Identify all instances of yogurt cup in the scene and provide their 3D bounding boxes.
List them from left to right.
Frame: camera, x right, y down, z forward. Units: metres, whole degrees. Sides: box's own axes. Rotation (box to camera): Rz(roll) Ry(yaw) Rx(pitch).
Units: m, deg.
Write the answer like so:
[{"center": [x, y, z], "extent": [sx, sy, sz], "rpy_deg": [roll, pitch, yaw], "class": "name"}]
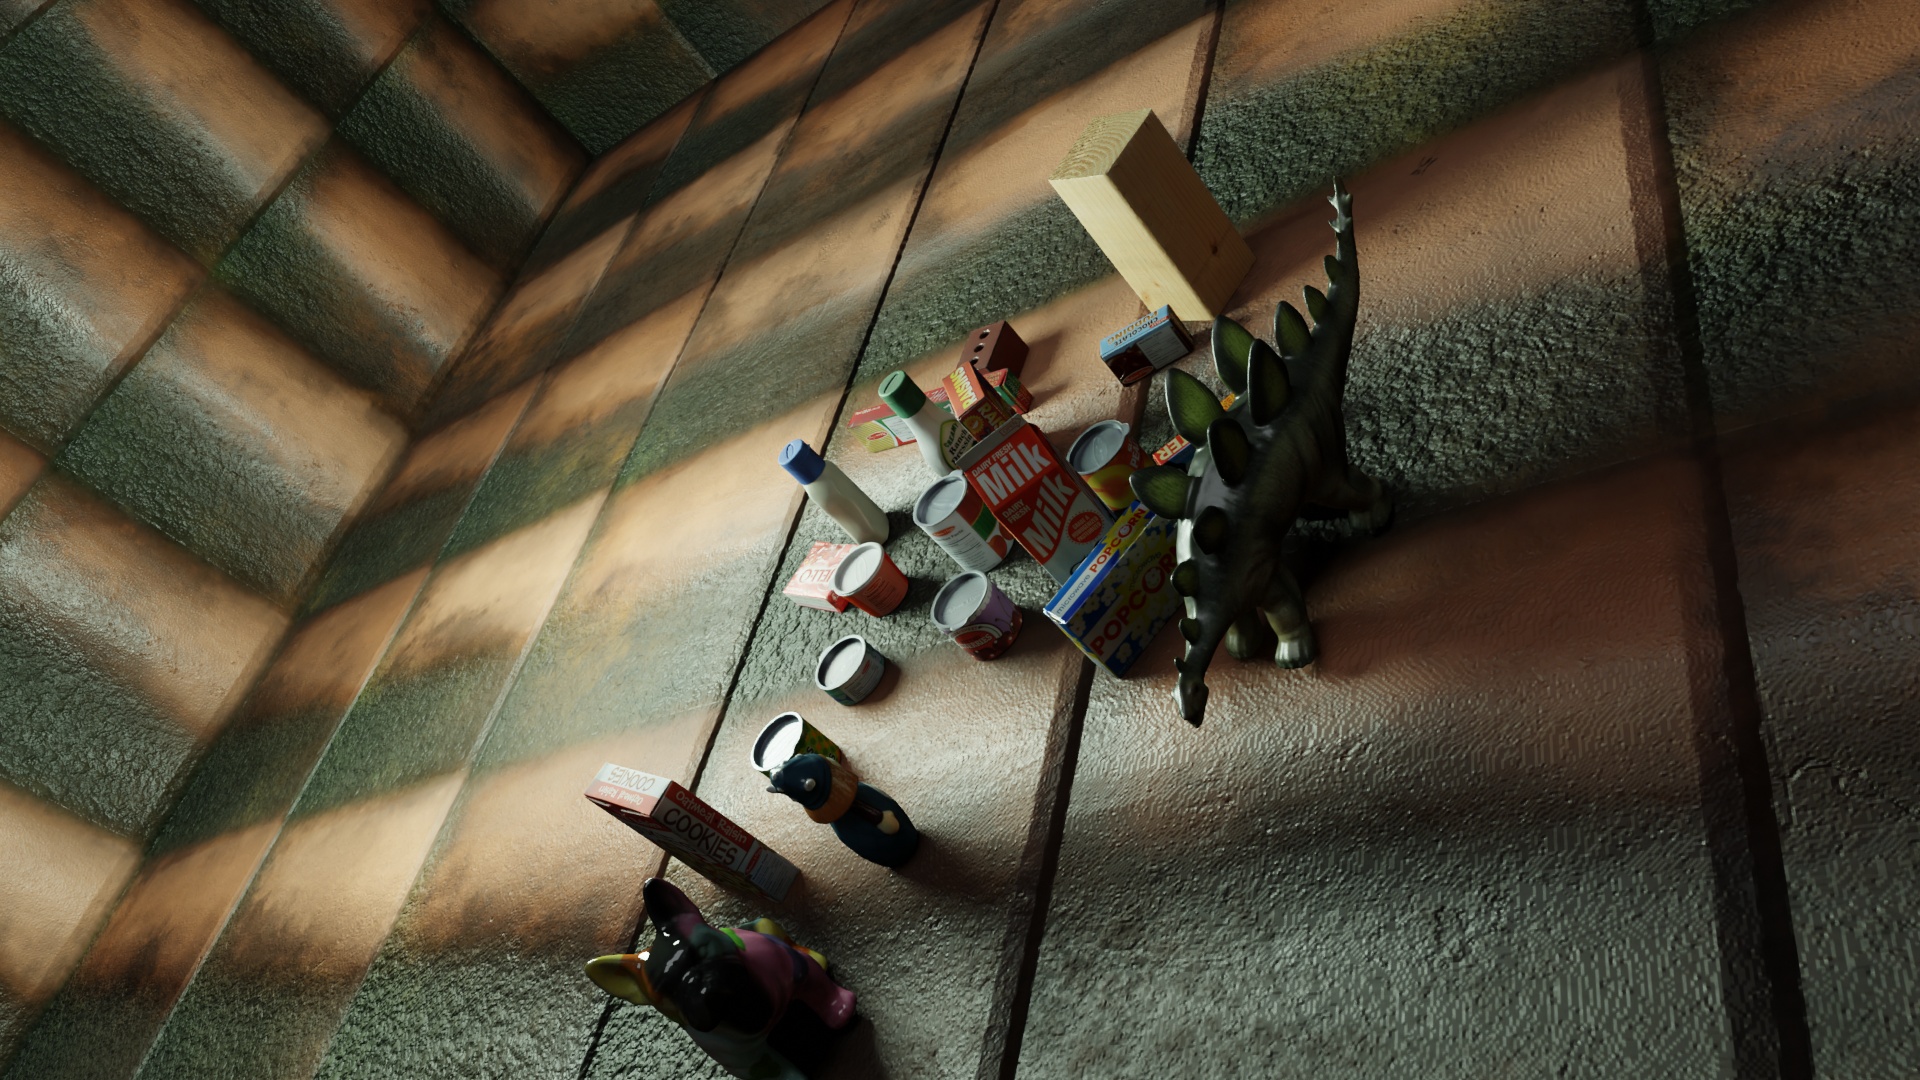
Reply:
[{"center": [-0.092, 0.043, 1.453], "extent": [0.072, 0.054, 0.073], "rpy_deg": [-29, 36, 24], "class": "yogurt cup"}]

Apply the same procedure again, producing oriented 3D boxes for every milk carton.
[{"center": [0.078, -0.030, 1.218], "extent": [0.072, 0.190, 0.074], "rpy_deg": [-38, 33, 11], "class": "milk carton"}]

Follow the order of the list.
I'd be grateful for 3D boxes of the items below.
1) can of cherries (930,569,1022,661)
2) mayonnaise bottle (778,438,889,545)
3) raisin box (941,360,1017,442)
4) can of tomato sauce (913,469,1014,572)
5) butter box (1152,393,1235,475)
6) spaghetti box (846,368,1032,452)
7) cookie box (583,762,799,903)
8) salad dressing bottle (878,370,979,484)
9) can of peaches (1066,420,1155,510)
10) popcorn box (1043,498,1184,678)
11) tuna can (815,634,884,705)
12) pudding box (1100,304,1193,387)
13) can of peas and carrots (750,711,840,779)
[{"center": [0.015, 0.072, 1.297], "extent": [0.071, 0.058, 0.072], "rpy_deg": [-29, 36, 24], "class": "can of cherries"}, {"center": [-0.138, -0.052, 1.524], "extent": [0.041, 0.147, 0.065], "rpy_deg": [-35, 34, 16], "class": "mayonnaise bottle"}, {"center": [0.038, -0.116, 1.421], "extent": [0.040, 0.123, 0.086], "rpy_deg": [-37, 33, 12], "class": "raisin box"}, {"center": [0.005, -0.017, 1.386], "extent": [0.071, 0.083, 0.071], "rpy_deg": [-29, 36, 24], "class": "can of tomato sauce"}, {"center": [0.228, -0.086, 1.242], "extent": [0.103, 0.053, 0.024], "rpy_deg": [-39, 33, 10], "class": "butter box"}, {"center": [-0.027, -0.147, 1.597], "extent": [0.249, 0.050, 0.029], "rpy_deg": [-11, 46, 42], "class": "spaghetti box"}, {"center": [-0.246, 0.268, 1.268], "extent": [0.123, 0.167, 0.040], "rpy_deg": [0, 53, 48], "class": "cookie box"}, {"center": [-0.028, -0.119, 1.477], "extent": [0.044, 0.147, 0.064], "rpy_deg": [4, 56, 50], "class": "salad dressing bottle"}, {"center": [0.145, -0.072, 1.314], "extent": [0.071, 0.058, 0.071], "rpy_deg": [-29, 36, 24], "class": "can of peaches"}, {"center": [0.140, 0.041, 1.168], "extent": [0.127, 0.085, 0.038], "rpy_deg": [-50, 32, -7], "class": "popcorn box"}, {"center": [-0.112, 0.130, 1.398], "extent": [0.071, 0.032, 0.071], "rpy_deg": [-29, 36, 24], "class": "tuna can"}, {"center": [0.189, -0.198, 1.414], "extent": [0.083, 0.049, 0.030], "rpy_deg": [-28, 36, 25], "class": "pudding box"}, {"center": [-0.157, 0.208, 1.337], "extent": [0.071, 0.058, 0.071], "rpy_deg": [-29, 36, 24], "class": "can of peas and carrots"}]
